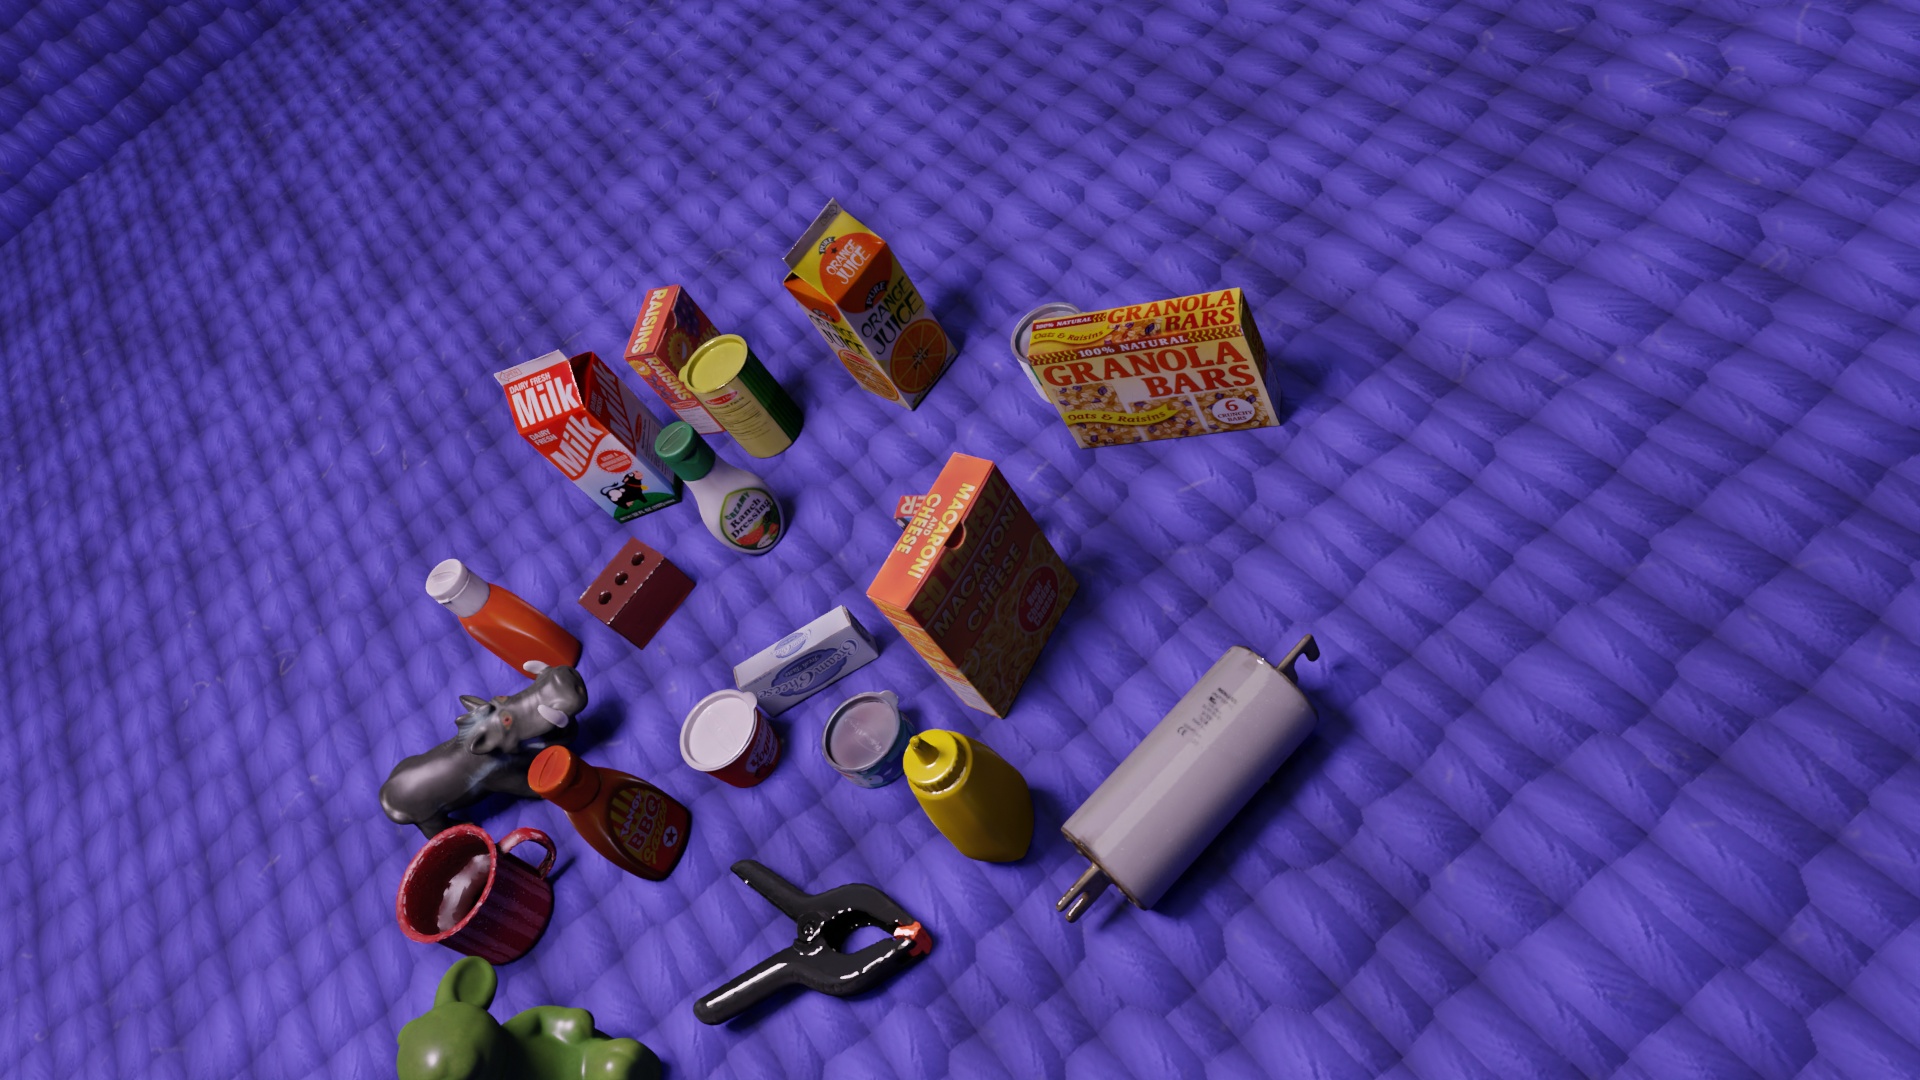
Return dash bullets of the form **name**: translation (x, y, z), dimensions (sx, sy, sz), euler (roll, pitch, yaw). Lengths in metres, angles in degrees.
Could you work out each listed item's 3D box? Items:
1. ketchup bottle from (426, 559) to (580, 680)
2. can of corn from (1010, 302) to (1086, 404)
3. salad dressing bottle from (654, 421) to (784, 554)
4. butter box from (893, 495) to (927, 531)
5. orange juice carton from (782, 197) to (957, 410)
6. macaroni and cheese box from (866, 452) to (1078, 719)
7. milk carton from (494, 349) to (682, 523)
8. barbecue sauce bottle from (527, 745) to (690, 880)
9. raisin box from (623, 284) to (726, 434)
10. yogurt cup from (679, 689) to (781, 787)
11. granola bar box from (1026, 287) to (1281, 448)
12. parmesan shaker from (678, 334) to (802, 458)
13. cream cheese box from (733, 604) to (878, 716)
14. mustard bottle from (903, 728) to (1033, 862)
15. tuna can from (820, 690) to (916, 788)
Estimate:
- **ketchup bottle**: translation (-0.398, 0.070, 1.203), dimensions (0.064, 0.148, 0.044), euler (-10, 54, 23)
- **can of corn**: translation (0.086, -0.157, 1.166), dimensions (0.071, 0.058, 0.071), euler (-14, 52, 19)
- **salad dressing bottle**: translation (-0.204, -0.044, 1.181), dimensions (0.064, 0.147, 0.044), euler (-46, 49, -8)
- **butter box**: translation (0.004, -0.014, 1.111), dimensions (0.103, 0.053, 0.024), euler (0, 58, 28)
- **orange juice carton**: translation (-0.085, -0.204, 1.202), dimensions (0.073, 0.192, 0.072), euler (26, 73, 39)
- **macaroni and cheese box**: translation (0.015, 0.035, 0.994), dimensions (0.040, 0.166, 0.124), euler (17, 67, 36)
- **milk carton**: translation (-0.335, -0.103, 1.266), dimensions (0.072, 0.190, 0.074), euler (-18, 51, 17)
- **barbecue sauce bottle**: translation (-0.262, 0.200, 1.036), dimensions (0.043, 0.148, 0.065), euler (1, 59, 29)
- **raisin box**: translation (-0.259, -0.170, 1.318), dimensions (0.040, 0.123, 0.086), euler (-5, 56, 26)
- **yogurt cup**: translation (-0.176, 0.158, 1.084), dimensions (0.072, 0.053, 0.073), euler (-14, 52, 19)
- **granola bar box**: translation (0.151, -0.129, 1.067), dimensions (0.165, 0.124, 0.039), euler (-5, 56, 25)
- **parmesan shaker**: translation (-0.199, -0.130, 1.270), dimensions (0.071, 0.102, 0.071), euler (-14, 52, 19)
- **cream cheese box**: translation (-0.121, 0.096, 1.099), dimensions (0.104, 0.053, 0.024), euler (-30, 48, 6)
- **mustard bottle**: translation (0.000, 0.161, 0.915), dimensions (0.049, 0.159, 0.065), euler (-9, 54, 23)
- **tuna can**: translation (-0.067, 0.148, 1.045), dimensions (0.071, 0.032, 0.071), euler (-14, 52, 19)
